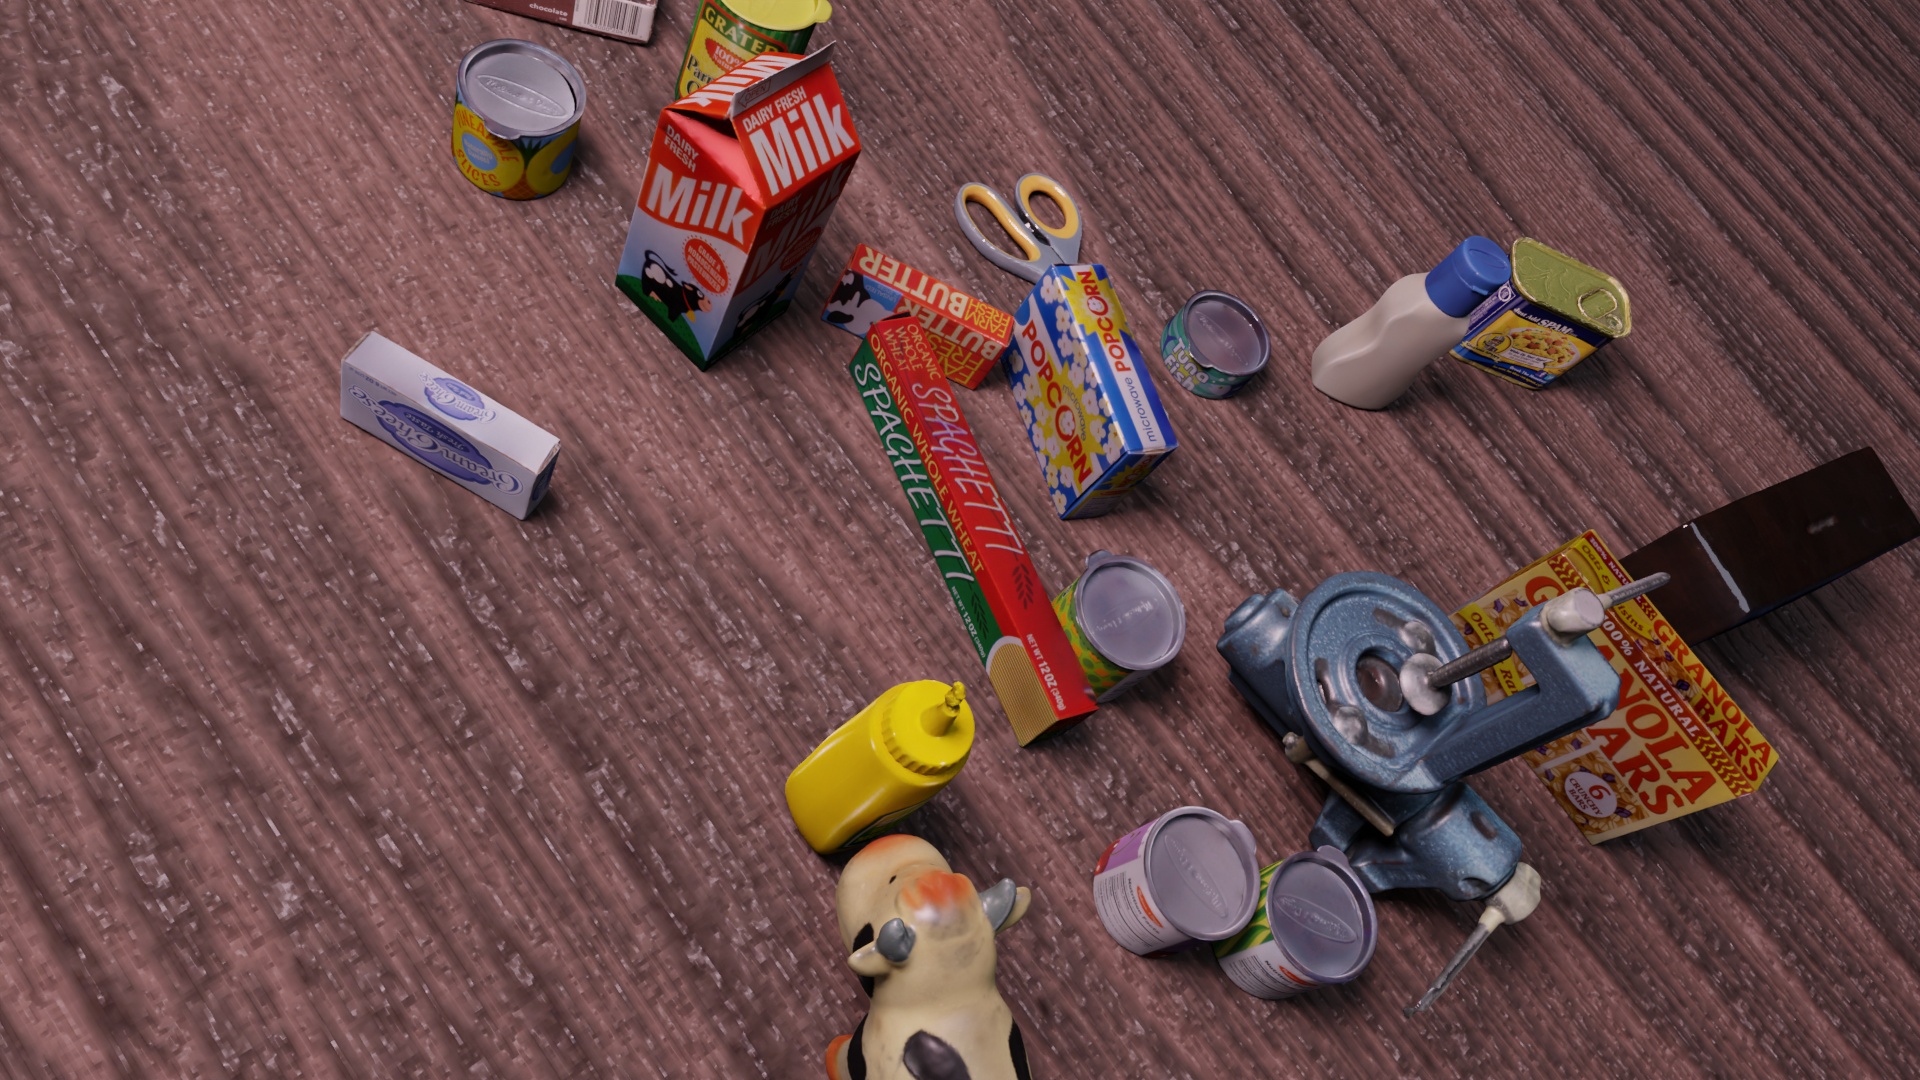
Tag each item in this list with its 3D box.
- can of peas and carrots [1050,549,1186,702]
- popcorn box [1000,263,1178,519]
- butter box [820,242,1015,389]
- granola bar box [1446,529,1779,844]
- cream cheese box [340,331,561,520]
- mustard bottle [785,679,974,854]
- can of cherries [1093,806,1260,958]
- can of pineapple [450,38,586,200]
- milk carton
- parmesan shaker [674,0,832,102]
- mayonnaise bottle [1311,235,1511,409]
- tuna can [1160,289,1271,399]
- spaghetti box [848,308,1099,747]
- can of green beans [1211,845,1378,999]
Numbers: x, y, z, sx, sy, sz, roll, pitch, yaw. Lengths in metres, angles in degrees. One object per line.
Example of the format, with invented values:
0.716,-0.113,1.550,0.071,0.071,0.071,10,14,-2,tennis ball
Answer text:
0.079,0.048,0.762,0.071,0.058,0.071,10,61,-19,can of peas and carrots
0.071,-0.087,0.813,0.038,0.085,0.127,-9,68,-28,popcorn box
-0.025,-0.130,0.812,0.103,0.053,0.024,24,57,-11,butter box
0.380,0.090,0.835,0.039,0.123,0.165,-30,79,-33,granola bar box
-0.247,-0.054,0.672,0.104,0.053,0.024,31,56,-7,cream cheese box
-0.031,0.098,0.625,0.065,0.159,0.049,-22,75,-31,mustard bottle
0.111,0.175,0.710,0.071,0.058,0.072,10,61,-19,can of cherries
-0.245,-0.229,0.763,0.071,0.057,0.071,10,61,-19,can of pineapple
-0.114,-0.177,0.714,0.073,0.189,0.073,45,56,3,milk carton
-0.124,-0.289,0.821,0.071,0.102,0.071,10,61,-19,parmesan shaker
0.293,-0.140,0.902,0.065,0.147,0.041,17,59,-15,mayonnaise bottle
0.165,-0.126,0.907,0.071,0.032,0.071,10,61,-19,tuna can
0.003,-0.010,0.763,0.029,0.050,0.250,-15,71,-30,spaghetti box
0.173,0.201,0.724,0.071,0.057,0.071,10,61,-19,can of green beans
